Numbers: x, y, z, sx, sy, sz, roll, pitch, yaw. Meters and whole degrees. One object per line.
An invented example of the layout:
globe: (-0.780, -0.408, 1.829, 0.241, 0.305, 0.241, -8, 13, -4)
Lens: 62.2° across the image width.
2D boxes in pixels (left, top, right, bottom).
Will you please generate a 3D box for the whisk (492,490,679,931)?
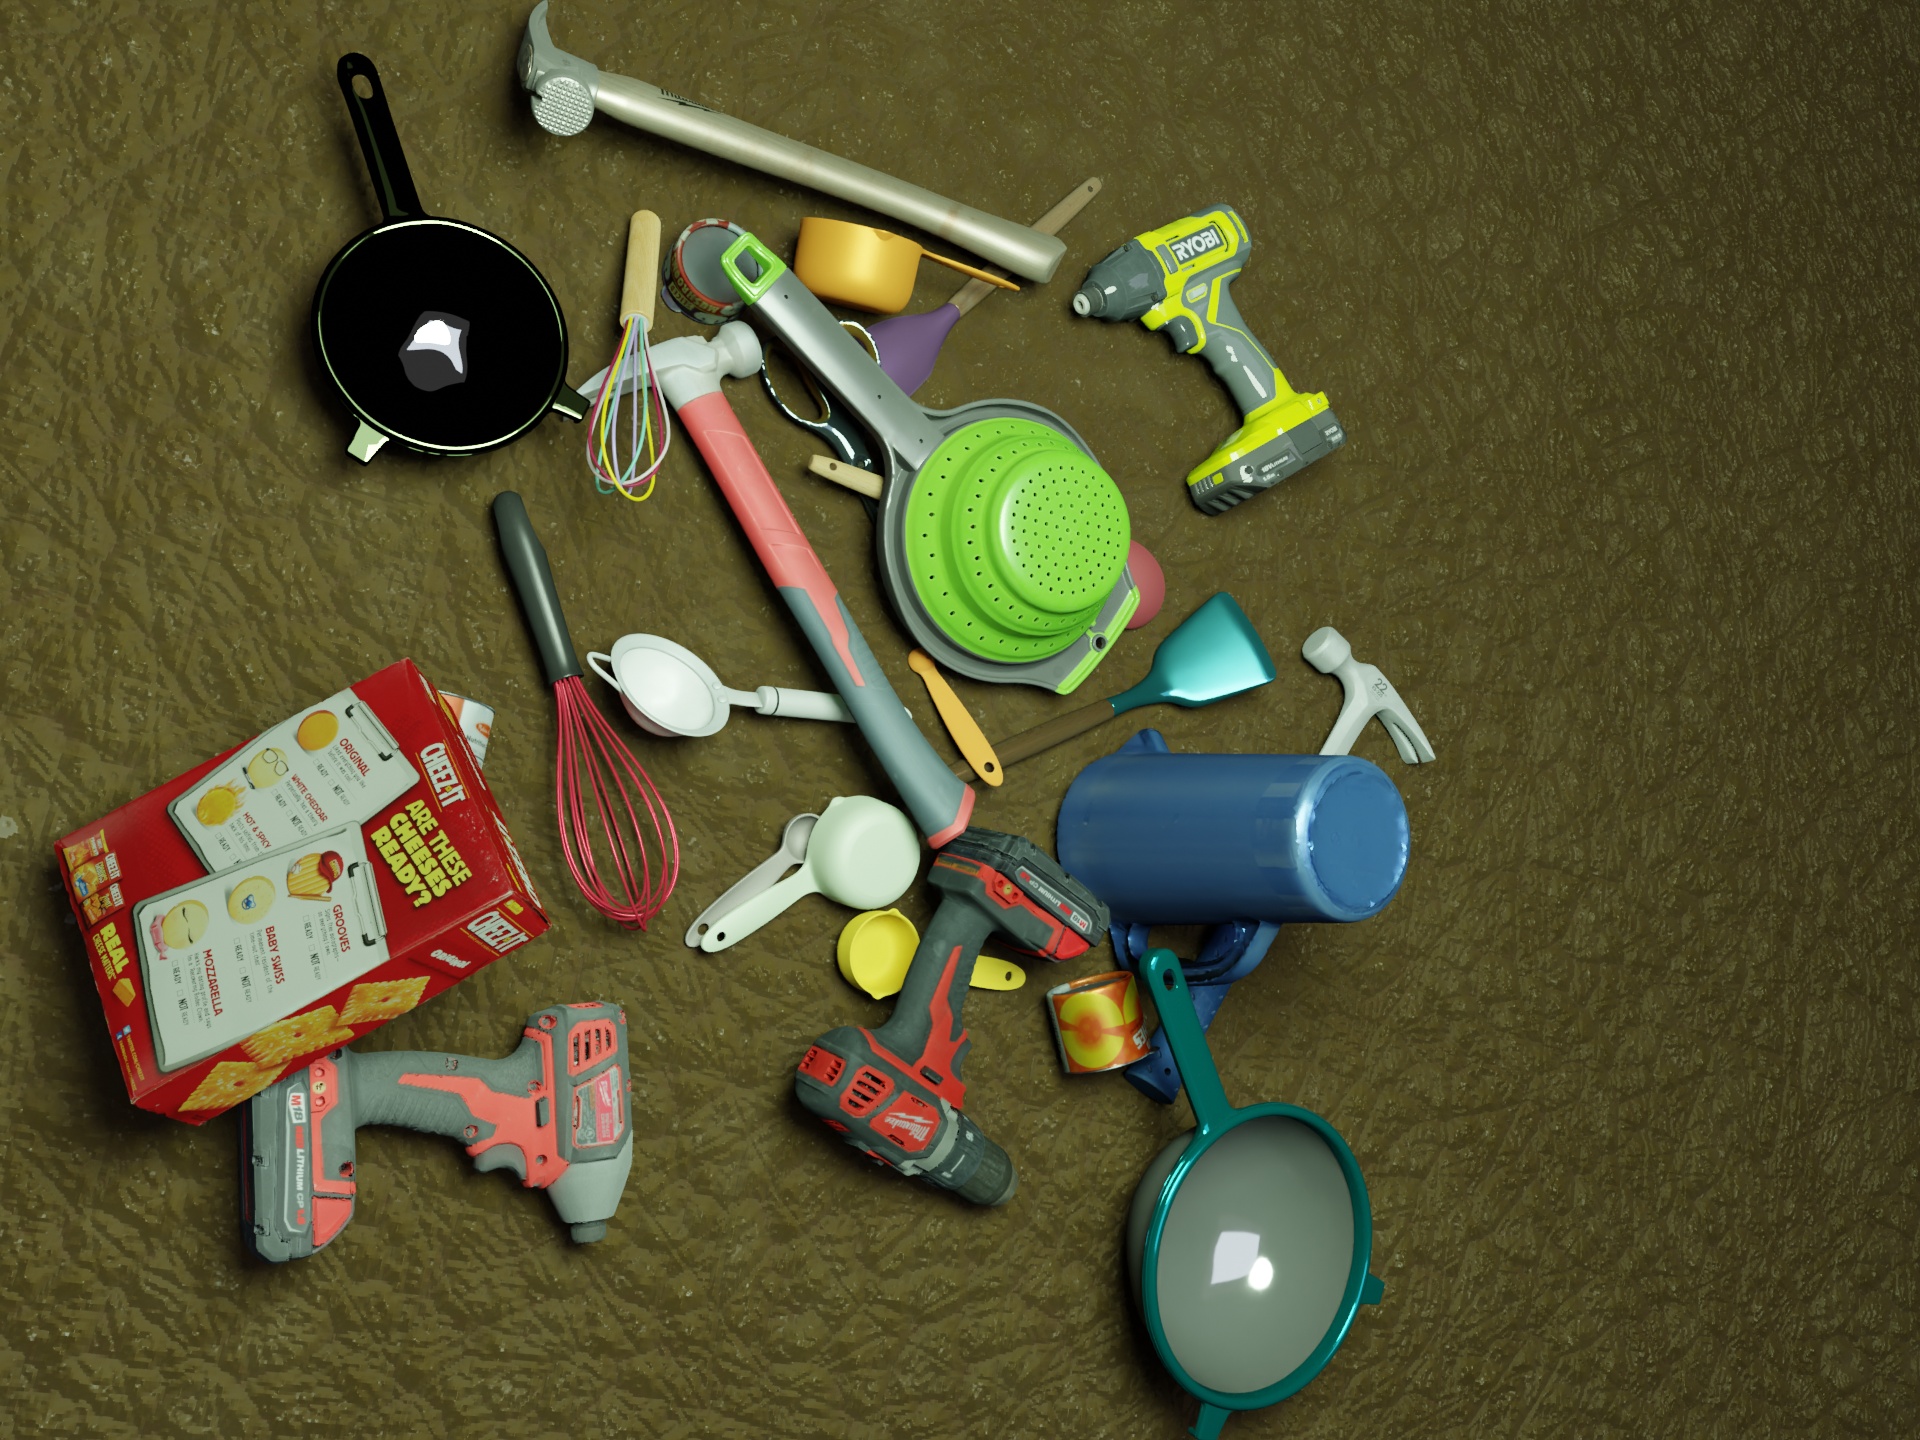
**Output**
whisk: (-0.244, -0.008, 1.008, 0.073, 0.073, 0.296, -16, 84, -28)

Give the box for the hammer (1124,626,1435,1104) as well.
hammer: (0.248, 0.121, 1.252, 0.144, 0.035, 0.406, 41, 66, -16)

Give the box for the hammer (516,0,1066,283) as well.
hammer: (-0.106, -0.394, 1.121, 0.410, 0.038, 0.146, 11, 37, -30)

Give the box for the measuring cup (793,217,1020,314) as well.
measuring cup: (-0.038, -0.313, 1.145, 0.173, 0.095, 0.052, 10, 99, -27)

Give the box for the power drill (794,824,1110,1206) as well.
power drill: (0.010, 0.205, 1.077, 0.187, 0.080, 0.227, 42, 70, -30)

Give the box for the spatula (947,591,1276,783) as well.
spatula: (0.094, -0.006, 1.189, 0.317, 0.044, 0.082, -23, 78, -27)

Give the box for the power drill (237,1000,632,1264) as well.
power drill: (-0.299, 0.246, 0.931, 0.219, 0.078, 0.143, -1, 82, -31)

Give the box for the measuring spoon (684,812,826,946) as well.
measuring spoon: (-0.140, 0.107, 1.070, 0.124, 0.018, 0.034, -42, 117, -20)

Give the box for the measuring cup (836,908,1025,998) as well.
measuring cup: (-0.020, 0.170, 1.118, 0.156, 0.029, 0.062, 17, 80, -36)

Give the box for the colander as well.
colander: (-0.003, -0.182, 1.087, 0.396, 0.094, 0.204, 45, 71, -21)

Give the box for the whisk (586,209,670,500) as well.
whisk: (-0.212, -0.240, 1.037, 0.047, 0.051, 0.245, 18, 53, -30)

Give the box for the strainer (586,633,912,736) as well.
strainer: (-0.137, -0.012, 1.062, 0.258, 0.050, 0.087, 6, 45, -37)

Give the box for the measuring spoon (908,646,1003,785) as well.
measuring spoon: (-0.002, -0.004, 1.143, 0.021, 0.011, 0.117, -29, 82, -23)

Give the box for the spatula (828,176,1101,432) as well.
spatula: (0.009, -0.328, 1.211, 0.316, 0.018, 0.059, -46, 105, -24)

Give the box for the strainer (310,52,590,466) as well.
strainer: (-0.343, -0.281, 0.993, 0.151, 0.069, 0.256, -18, 90, -26)

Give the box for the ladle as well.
ladle: (0.030, -0.138, 1.176, 0.315, 0.031, 0.069, 18, 77, -26)

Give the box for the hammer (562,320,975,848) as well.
hammer: (-0.115, -0.080, 1.064, 0.143, 0.038, 0.386, -28, 86, -27)

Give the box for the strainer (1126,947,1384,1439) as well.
strainer: (0.169, 0.315, 1.135, 0.211, 0.095, 0.340, -25, 101, -30)

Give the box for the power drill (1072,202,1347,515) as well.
power drill: (0.197, -0.287, 1.271, 0.171, 0.080, 0.223, -31, 93, -28)

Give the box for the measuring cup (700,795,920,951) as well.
measuring cup: (-0.097, 0.112, 1.062, 0.167, 0.038, 0.083, -31, 113, -29)
